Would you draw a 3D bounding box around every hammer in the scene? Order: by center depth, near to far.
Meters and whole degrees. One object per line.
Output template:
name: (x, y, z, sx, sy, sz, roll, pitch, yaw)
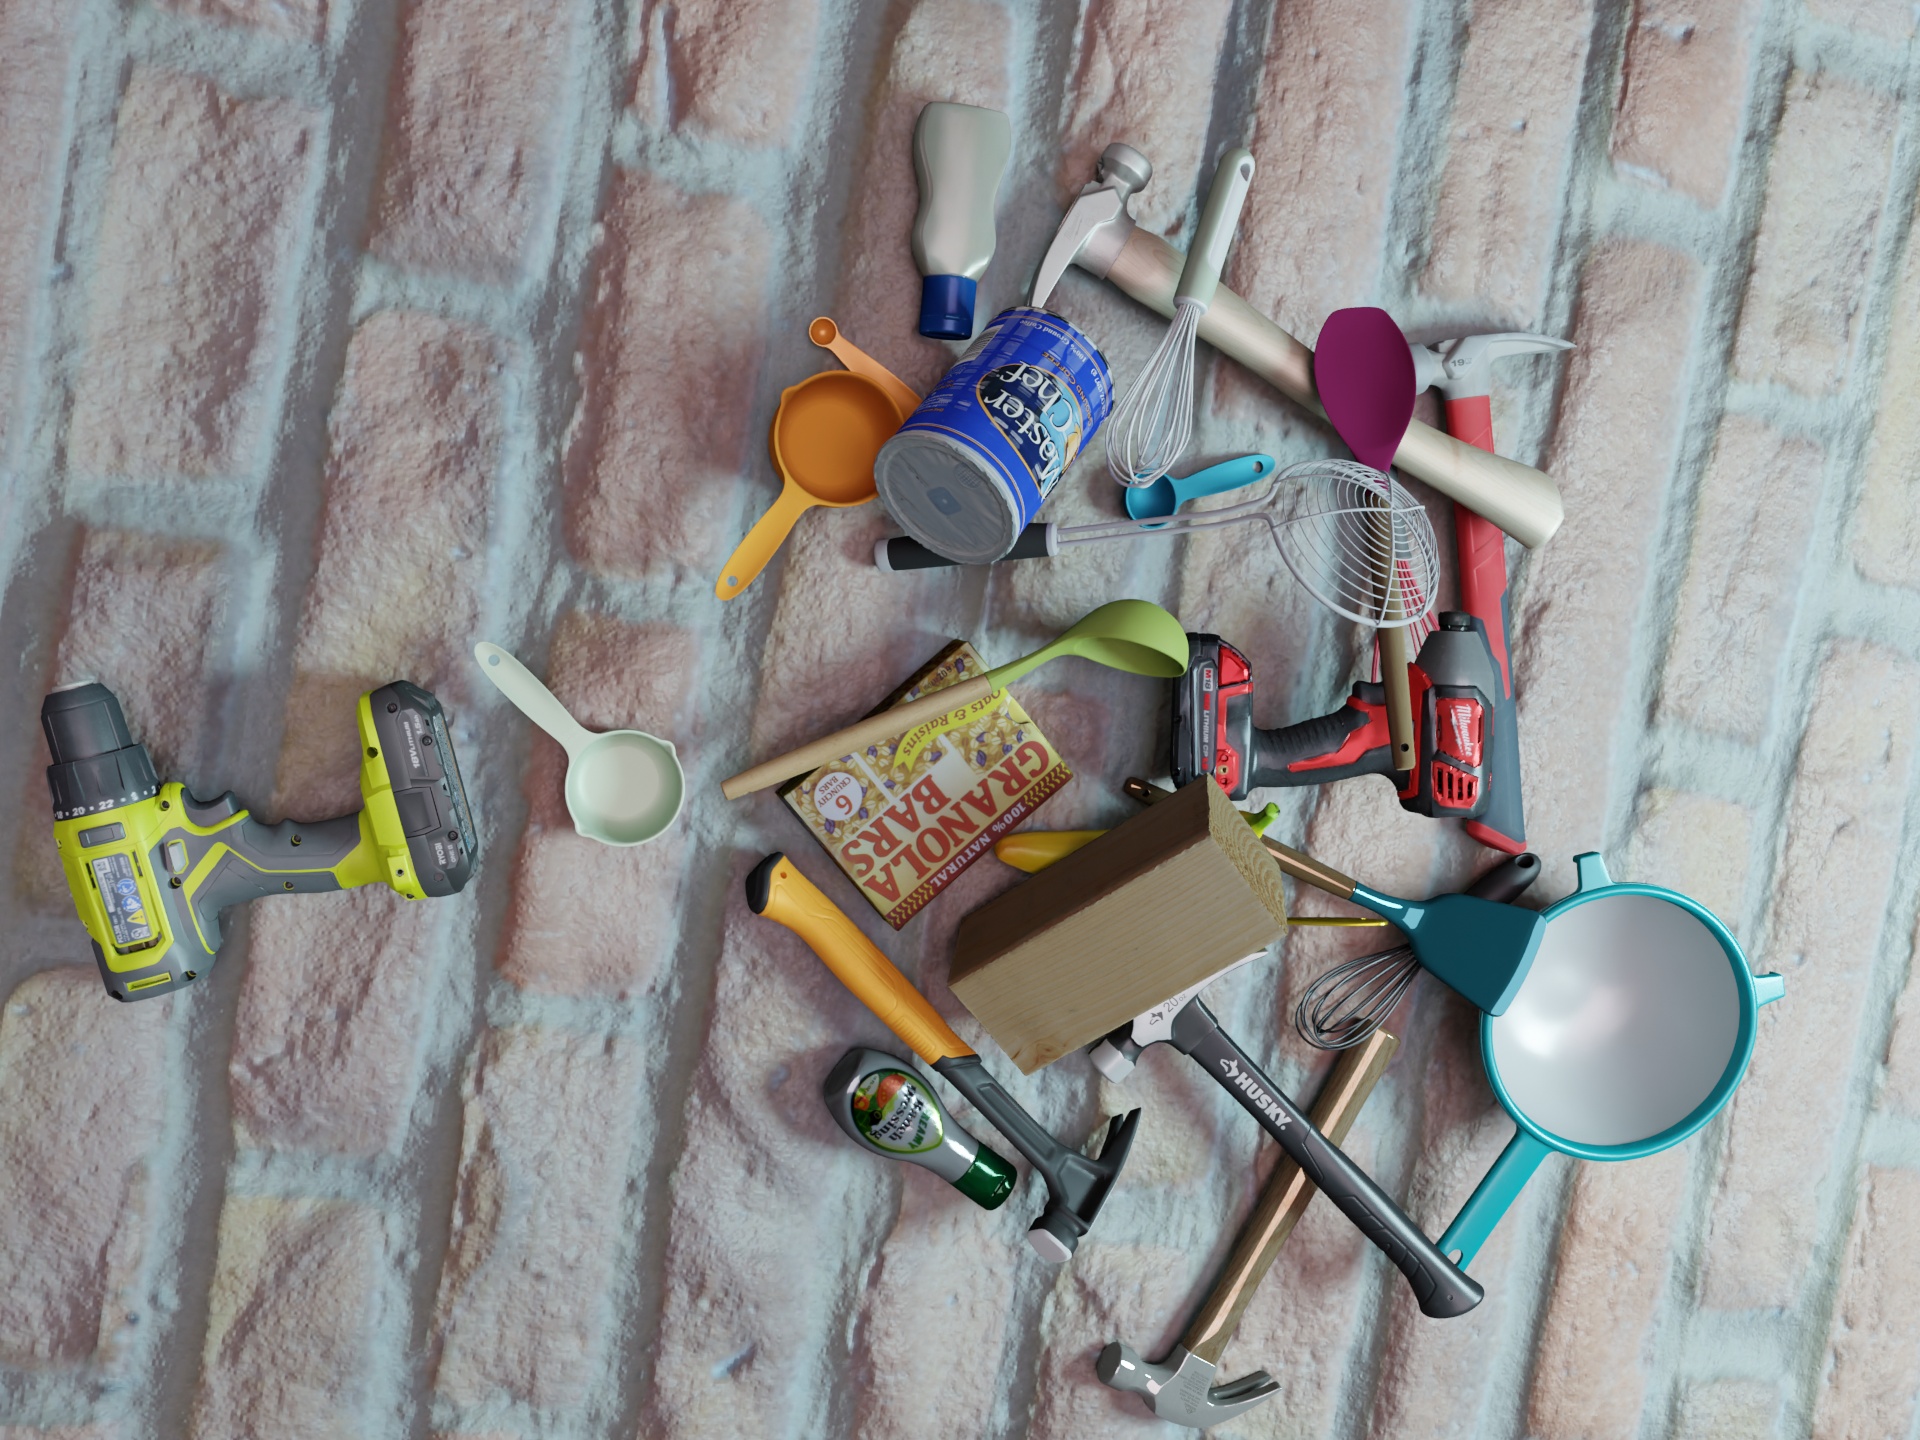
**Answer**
hammer: (-0.016, 0.212, 1.094, 0.337, 0.034, 0.127, 46, 49, -8)
hammer: (0.240, -0.229, 1.108, 0.410, 0.038, 0.146, 31, 86, -8)
hammer: (0.258, 0.307, 1.152, 0.146, 0.035, 0.334, -44, 95, 4)
hammer: (0.238, 0.375, 1.192, 0.130, 0.031, 0.331, 32, 86, -15)
hammer: (0.406, -0.093, 1.193, 0.143, 0.038, 0.386, -9, 97, -16)

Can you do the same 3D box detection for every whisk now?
whisk: (0.150, -0.267, 1.052, 0.057, 0.059, 0.246, 27, 79, -47)
whisk: (0.320, -0.098, 1.159, 0.073, 0.073, 0.296, -10, 92, -14)
whisk: (0.349, 0.169, 1.199, 0.239, 0.055, 0.055, -33, 102, -15)

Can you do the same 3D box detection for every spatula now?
spatula: (0.263, 0.112, 1.147, 0.317, 0.044, 0.082, 25, 92, -5)

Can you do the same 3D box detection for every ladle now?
ladle: (-0.002, -0.003, 1.043, 0.320, 0.078, 0.062, -22, 80, -6)

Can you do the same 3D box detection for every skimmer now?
skimmer: (0.126, -0.107, 1.051, 0.363, 0.090, 0.127, -4, 55, 16)

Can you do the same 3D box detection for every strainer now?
strainer: (0.445, 0.271, 1.212, 0.211, 0.095, 0.340, 33, 95, -8)

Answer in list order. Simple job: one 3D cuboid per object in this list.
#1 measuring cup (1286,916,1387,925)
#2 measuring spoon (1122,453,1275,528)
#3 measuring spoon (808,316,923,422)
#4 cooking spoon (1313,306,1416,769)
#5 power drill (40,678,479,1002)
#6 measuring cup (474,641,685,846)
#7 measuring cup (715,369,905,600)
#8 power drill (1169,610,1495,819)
measuring cup: (0.223, 0.129, 1.130, 0.156, 0.062, 0.029, 1, 91, 12)
measuring spoon: (0.168, -0.168, 1.137, 0.128, 0.021, 0.042, -19, 100, -22)
measuring spoon: (-0.056, -0.229, 1.074, 0.116, 0.011, 0.021, 39, 85, -18)
cooking spoon: (0.282, -0.125, 1.068, 0.069, 0.017, 0.319, -4, 82, 0)
power drill: (-0.426, 0.050, 0.965, 0.228, 0.080, 0.190, -14, 99, -11)
measuring cup: (-0.250, 0.010, 1.028, 0.083, 0.038, 0.167, -45, 102, -7)
measuring cup: (-0.108, -0.150, 1.045, 0.095, 0.052, 0.173, 38, 87, -15)
power drill: (0.258, -0.007, 1.103, 0.219, 0.078, 0.143, 2, 95, 6)
